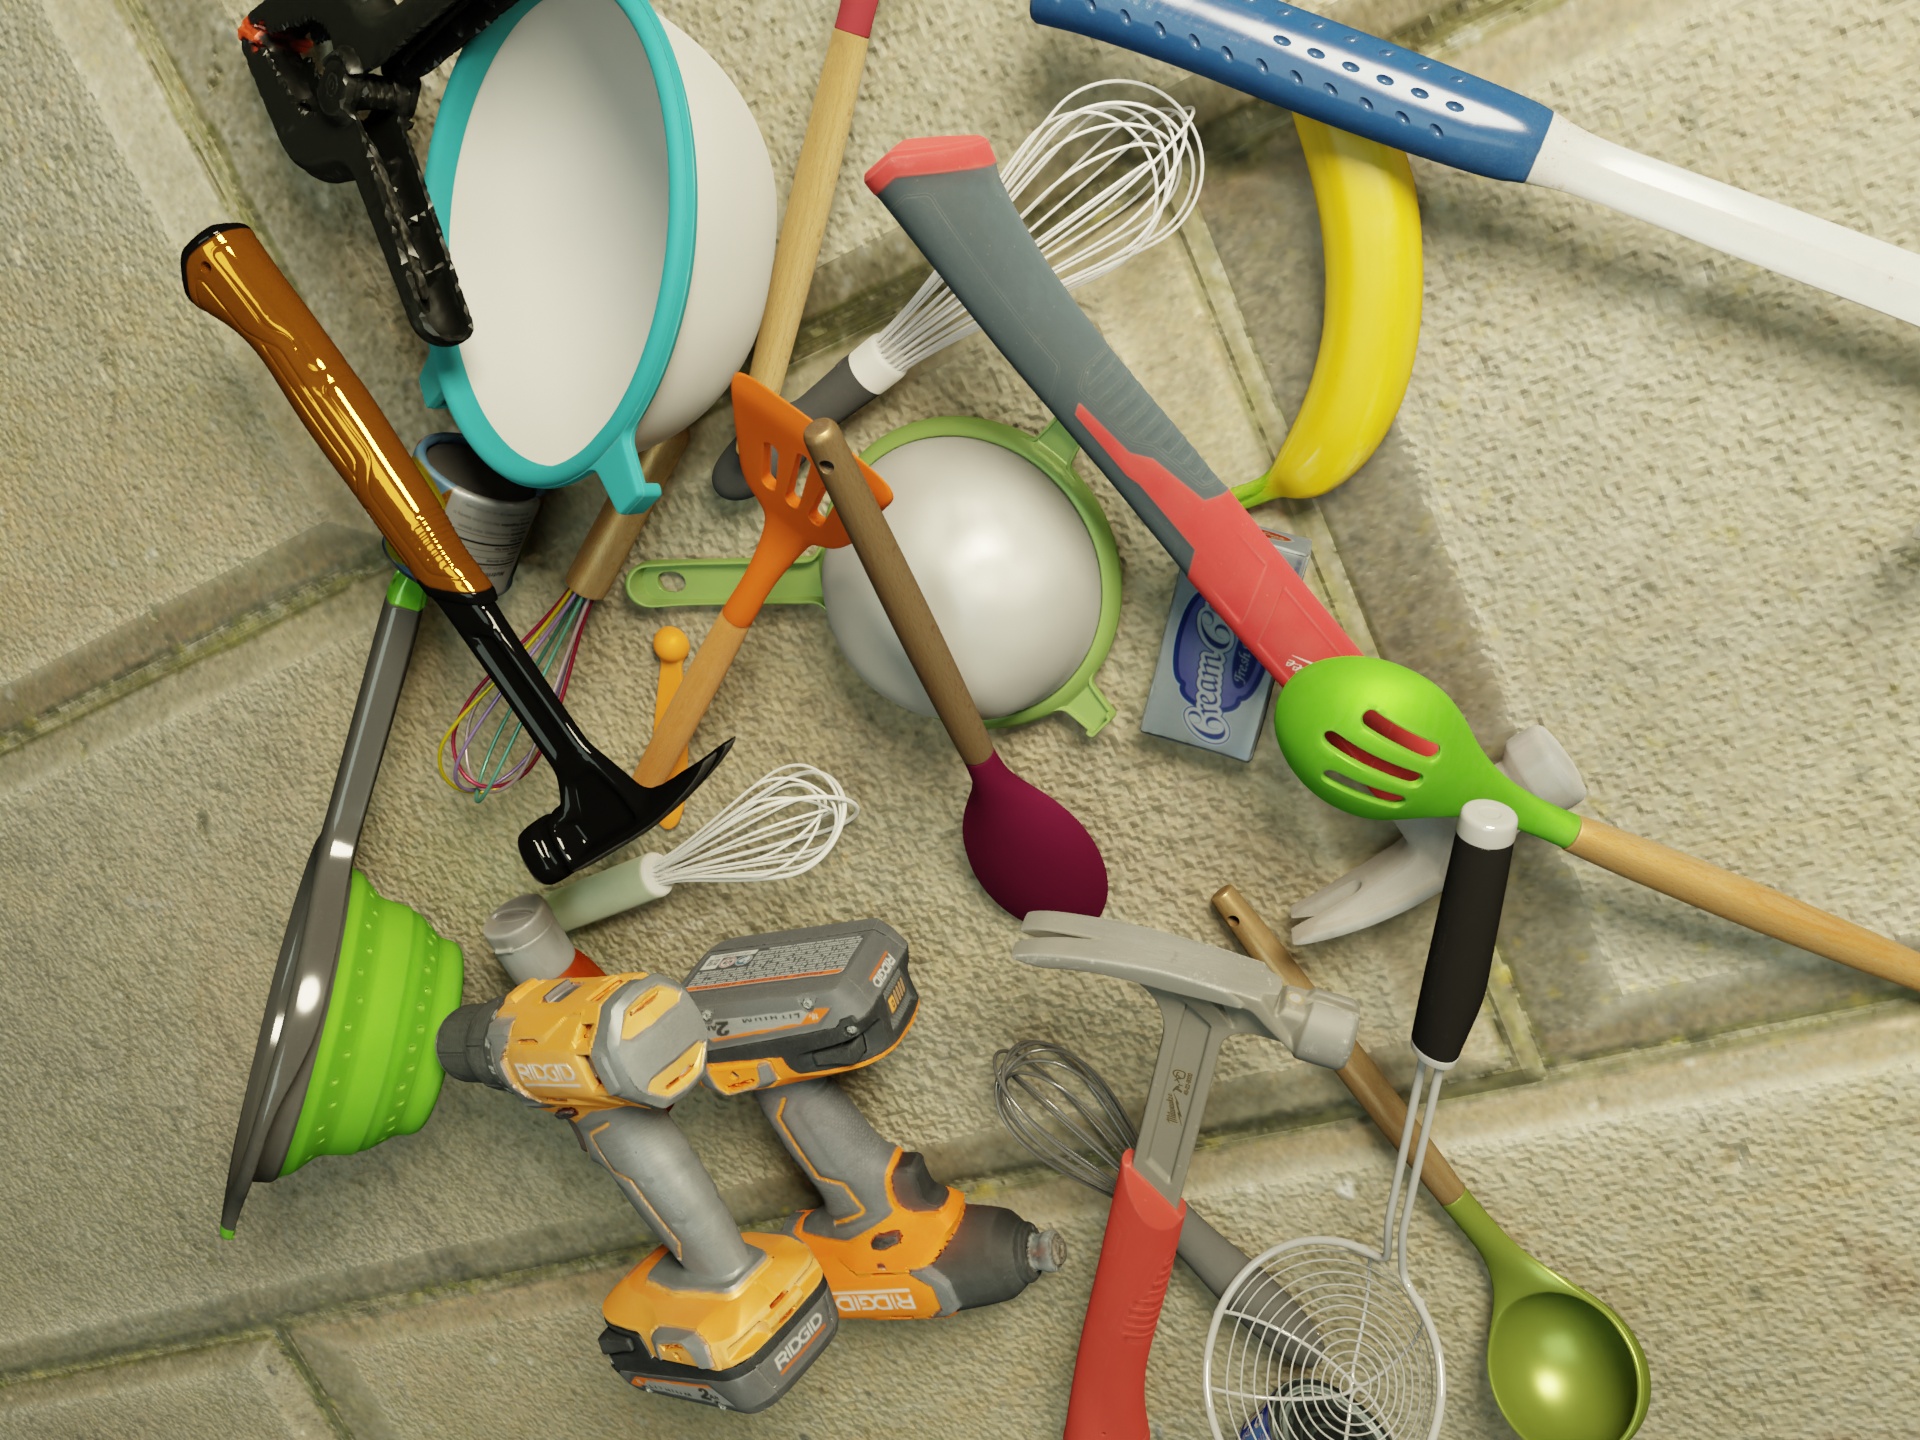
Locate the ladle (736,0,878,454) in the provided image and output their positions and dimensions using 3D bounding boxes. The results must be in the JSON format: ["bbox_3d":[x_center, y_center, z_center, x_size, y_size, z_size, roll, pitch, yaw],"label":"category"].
[{"bbox_3d":[-0.053,-0.260,0.663,0.069,0.031,0.315,23,112,14],"label":"ladle"}]

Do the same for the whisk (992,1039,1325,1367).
[{"bbox_3d":[0.104,0.252,0.822,0.239,0.055,0.055,45,119,-7],"label":"whisk"}]

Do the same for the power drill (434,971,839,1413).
[{"bbox_3d":[-0.176,0.233,0.819,0.185,0.084,0.226,-10,108,41],"label":"power drill"}]

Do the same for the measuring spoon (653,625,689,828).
[{"bbox_3d":[-0.154,0.006,0.833,0.021,0.011,0.116,13,115,15],"label":"measuring spoon"}]

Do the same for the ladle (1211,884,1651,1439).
[{"bbox_3d":[0.216,0.213,0.757,0.078,0.062,0.320,-36,93,35],"label":"ladle"}]

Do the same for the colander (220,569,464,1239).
[{"bbox_3d":[-0.312,0.096,0.880,0.094,0.205,0.397,15,102,-23],"label":"colander"}]

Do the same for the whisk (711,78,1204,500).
[{"bbox_3d":[-0.013,-0.173,0.689,0.284,0.070,0.070,-31,98,33],"label":"whisk"}]

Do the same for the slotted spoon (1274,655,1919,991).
[{"bbox_3d":[0.274,0.054,0.652,0.313,0.031,0.070,22,122,-5],"label":"slotted spoon"}]

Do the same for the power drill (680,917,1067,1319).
[{"bbox_3d":[-0.045,0.221,0.844,0.164,0.084,0.226,-11,111,23],"label":"power drill"}]

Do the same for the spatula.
[{"bbox_3d":[-0.118,-0.029,0.742,0.081,0.041,0.322,38,132,2],"label":"spatula"}]

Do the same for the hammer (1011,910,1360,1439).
[{"bbox_3d":[0.080,0.248,0.777,0.149,0.037,0.358,14,125,10],"label":"hammer"}]

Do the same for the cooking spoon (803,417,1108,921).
[{"bbox_3d":[-0.001,-0.002,0.697,0.069,0.017,0.318,-5,135,23],"label":"cooking spoon"}]

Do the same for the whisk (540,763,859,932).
[{"bbox_3d":[-0.155,0.079,0.848,0.246,0.059,0.058,-22,66,30],"label":"whisk"}]

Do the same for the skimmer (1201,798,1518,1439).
[{"bbox_3d":[0.177,0.200,0.696,0.127,0.090,0.363,41,138,47],"label":"skimmer"}]

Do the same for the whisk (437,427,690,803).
[{"bbox_3d":[-0.200,-0.050,0.795,0.047,0.051,0.245,29,116,-13],"label":"whisk"}]

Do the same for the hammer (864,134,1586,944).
[{"bbox_3d":[0.088,-0.069,0.653,0.143,0.038,0.386,-36,107,24],"label":"hammer"}]

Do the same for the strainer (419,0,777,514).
[{"bbox_3d":[-0.128,-0.264,0.665,0.211,0.095,0.340,29,112,41],"label":"strainer"}]

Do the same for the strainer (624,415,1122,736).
[{"bbox_3d":[-0.056,-0.058,0.737,0.256,0.069,0.151,1,112,22],"label":"strainer"}]

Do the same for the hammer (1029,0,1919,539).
[{"bbox_3d":[0.216,-0.196,0.572,0.405,0.035,0.144,23,102,6],"label":"hammer"}]

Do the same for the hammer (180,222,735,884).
[{"bbox_3d":[-0.243,-0.085,0.740,0.127,0.034,0.337,-31,97,27],"label":"hammer"}]
